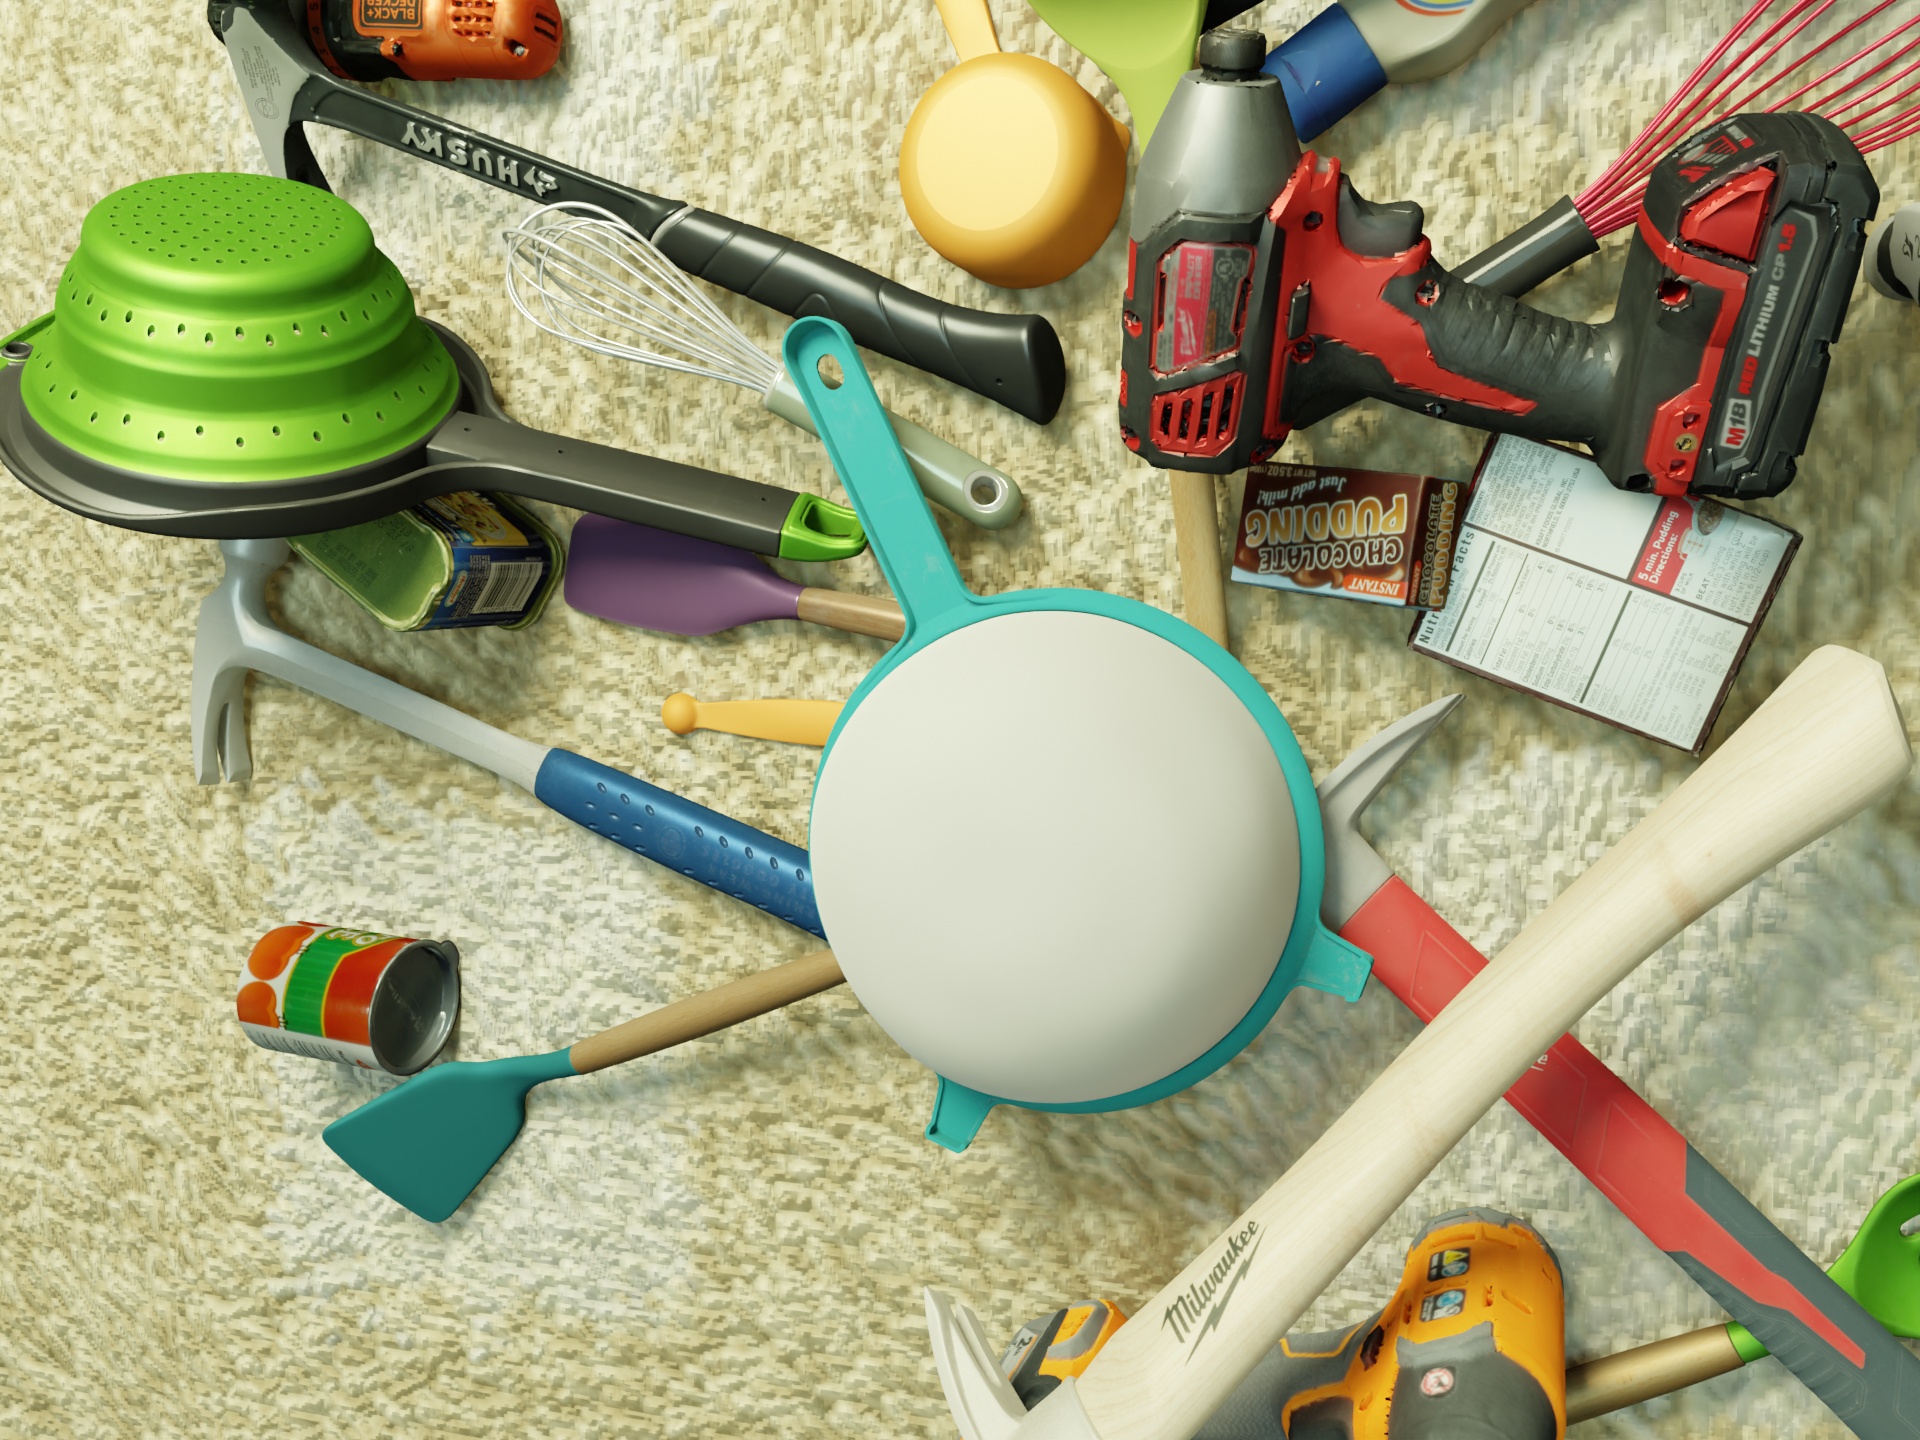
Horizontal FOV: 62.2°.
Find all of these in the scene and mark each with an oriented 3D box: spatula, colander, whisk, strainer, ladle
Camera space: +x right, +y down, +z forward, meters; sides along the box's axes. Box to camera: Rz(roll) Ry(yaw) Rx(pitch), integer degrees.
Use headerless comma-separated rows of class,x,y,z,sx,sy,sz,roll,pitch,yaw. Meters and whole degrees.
spatula,-0.159,0.159,0.735,0.317,0.044,0.082,-24,121,27
colander,-0.227,-0.151,0.675,0.397,0.205,0.094,13,128,1
spatula,-0.045,-0.049,0.695,0.316,0.018,0.060,13,96,23
whisk,0.239,-0.188,0.564,0.296,0.073,0.073,-31,84,25
strainer,-0.001,-0.002,0.598,0.211,0.095,0.340,-25,88,18
ladle,0.073,-0.152,0.601,0.078,0.062,0.320,9,114,47
whisk,-0.083,-0.145,0.670,0.246,0.059,0.058,29,85,-1

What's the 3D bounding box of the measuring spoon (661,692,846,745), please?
measuring spoon,-0.086,0.000,0.725,0.117,0.011,0.021,4,97,20

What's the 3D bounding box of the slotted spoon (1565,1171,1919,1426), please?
slotted spoon,0.271,0.245,0.610,0.313,0.031,0.070,-31,84,22

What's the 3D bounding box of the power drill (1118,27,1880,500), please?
power drill,0.164,-0.148,0.524,0.219,0.079,0.143,6,122,10

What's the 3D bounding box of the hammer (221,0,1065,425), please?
hammer,-0.144,-0.215,0.692,0.409,0.036,0.149,24,139,10

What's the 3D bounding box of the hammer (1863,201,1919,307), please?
hammer,0.354,-0.004,0.511,0.035,0.146,0.334,-13,99,19

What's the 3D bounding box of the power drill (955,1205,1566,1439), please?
power drill,0.113,0.267,0.597,0.226,0.164,0.084,-24,92,23

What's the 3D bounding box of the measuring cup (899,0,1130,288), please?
measuring cup,0.005,-0.263,0.643,0.095,0.052,0.173,-19,90,21

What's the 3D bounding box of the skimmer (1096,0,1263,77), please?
skimmer,0.180,-0.299,0.505,0.127,0.090,0.363,52,151,-20

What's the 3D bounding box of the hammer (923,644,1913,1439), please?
hammer,0.158,0.125,0.555,0.410,0.038,0.146,-45,39,2

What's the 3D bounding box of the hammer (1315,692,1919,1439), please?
hammer,0.269,0.161,0.573,0.386,0.038,0.143,45,107,18

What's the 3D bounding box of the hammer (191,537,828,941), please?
hammer,-0.207,0.026,0.760,0.405,0.035,0.144,22,102,17
